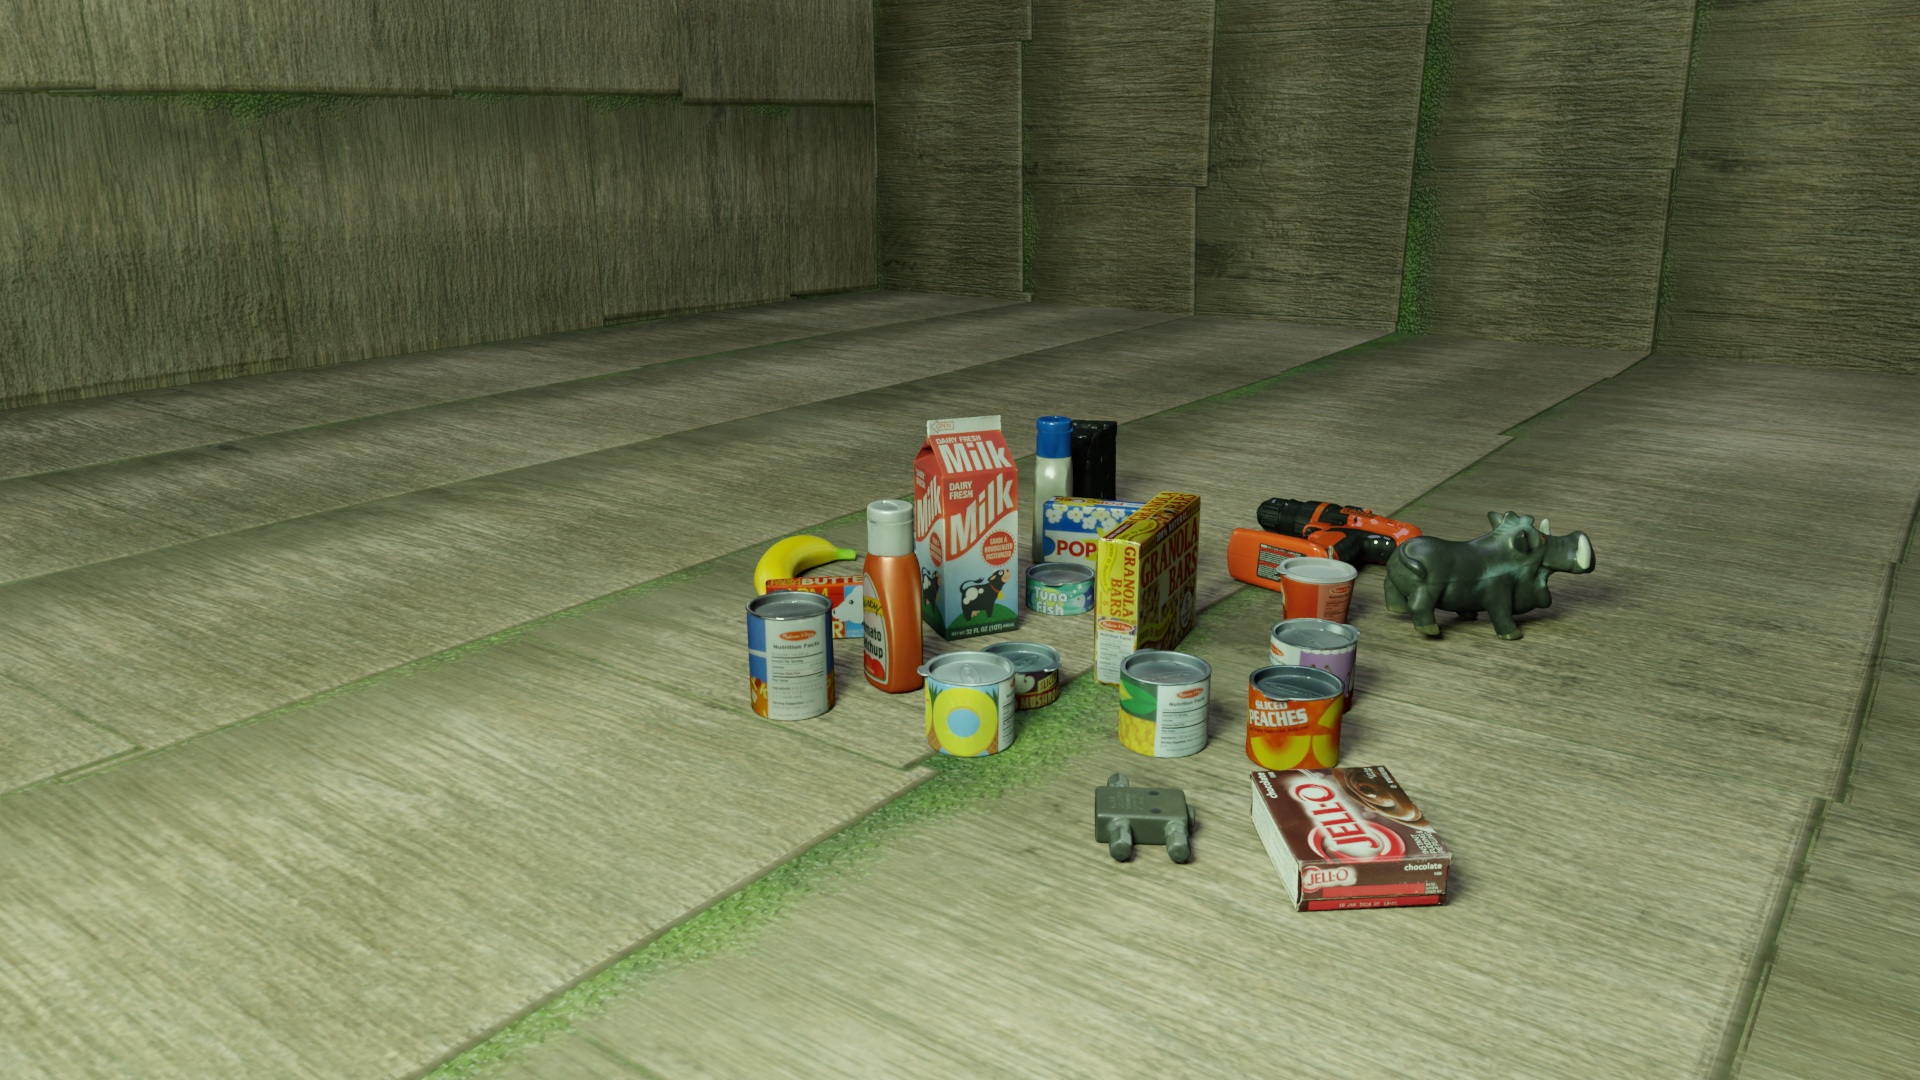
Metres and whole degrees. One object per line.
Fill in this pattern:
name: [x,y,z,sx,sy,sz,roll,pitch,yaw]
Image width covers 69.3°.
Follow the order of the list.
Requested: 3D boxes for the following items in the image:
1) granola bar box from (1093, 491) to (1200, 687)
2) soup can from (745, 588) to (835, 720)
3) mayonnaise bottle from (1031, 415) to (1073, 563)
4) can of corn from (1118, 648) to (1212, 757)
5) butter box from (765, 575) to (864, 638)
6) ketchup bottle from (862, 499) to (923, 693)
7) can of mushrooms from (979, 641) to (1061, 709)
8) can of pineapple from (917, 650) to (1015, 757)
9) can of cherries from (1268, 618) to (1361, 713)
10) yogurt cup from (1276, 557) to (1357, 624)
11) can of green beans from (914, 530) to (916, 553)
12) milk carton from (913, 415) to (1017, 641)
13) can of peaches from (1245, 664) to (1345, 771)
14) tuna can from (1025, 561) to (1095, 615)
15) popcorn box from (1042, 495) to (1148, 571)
granola bar box: [0.158,0.038,1.168,0.039,0.123,0.166,7,18,25]
soup can: [-0.131,0.087,1.072,0.071,0.083,0.071,0,16,0]
mayonnaise bottle: [0.095,-0.053,1.432,0.041,0.147,0.065,3,16,10]
can of corn: [0.147,0.118,1.013,0.071,0.058,0.071,0,16,0]
butter box: [-0.119,0.059,1.221,0.103,0.053,0.024,-2,16,-6]
ketchup bottle: [-0.054,0.043,1.107,0.043,0.148,0.065,-8,18,-25]
can of mushrooms: [0.047,0.107,1.094,0.071,0.033,0.071,0,16,0]
can of pineapple: [0.005,0.118,1.012,0.071,0.057,0.071,0,16,0]
can of cherries: [0.275,0.098,1.078,0.071,0.058,0.072,0,16,0]
yogurt cup: [0.320,0.050,1.251,0.072,0.053,0.072,0,16,0]
can of green beans: [-0.038,0.026,1.324,0.071,0.057,0.071,0,16,0]
milk carton: [0.004,-0.015,1.231,0.072,0.190,0.073,-7,17,-22]
can of peaches: [0.235,0.127,0.982,0.071,0.058,0.071,0,16,0]
tuna can: [0.093,0.046,1.301,0.071,0.032,0.071,0,16,0]
popcorn box: [0.145,0.005,1.347,0.127,0.085,0.038,5,17,16]
